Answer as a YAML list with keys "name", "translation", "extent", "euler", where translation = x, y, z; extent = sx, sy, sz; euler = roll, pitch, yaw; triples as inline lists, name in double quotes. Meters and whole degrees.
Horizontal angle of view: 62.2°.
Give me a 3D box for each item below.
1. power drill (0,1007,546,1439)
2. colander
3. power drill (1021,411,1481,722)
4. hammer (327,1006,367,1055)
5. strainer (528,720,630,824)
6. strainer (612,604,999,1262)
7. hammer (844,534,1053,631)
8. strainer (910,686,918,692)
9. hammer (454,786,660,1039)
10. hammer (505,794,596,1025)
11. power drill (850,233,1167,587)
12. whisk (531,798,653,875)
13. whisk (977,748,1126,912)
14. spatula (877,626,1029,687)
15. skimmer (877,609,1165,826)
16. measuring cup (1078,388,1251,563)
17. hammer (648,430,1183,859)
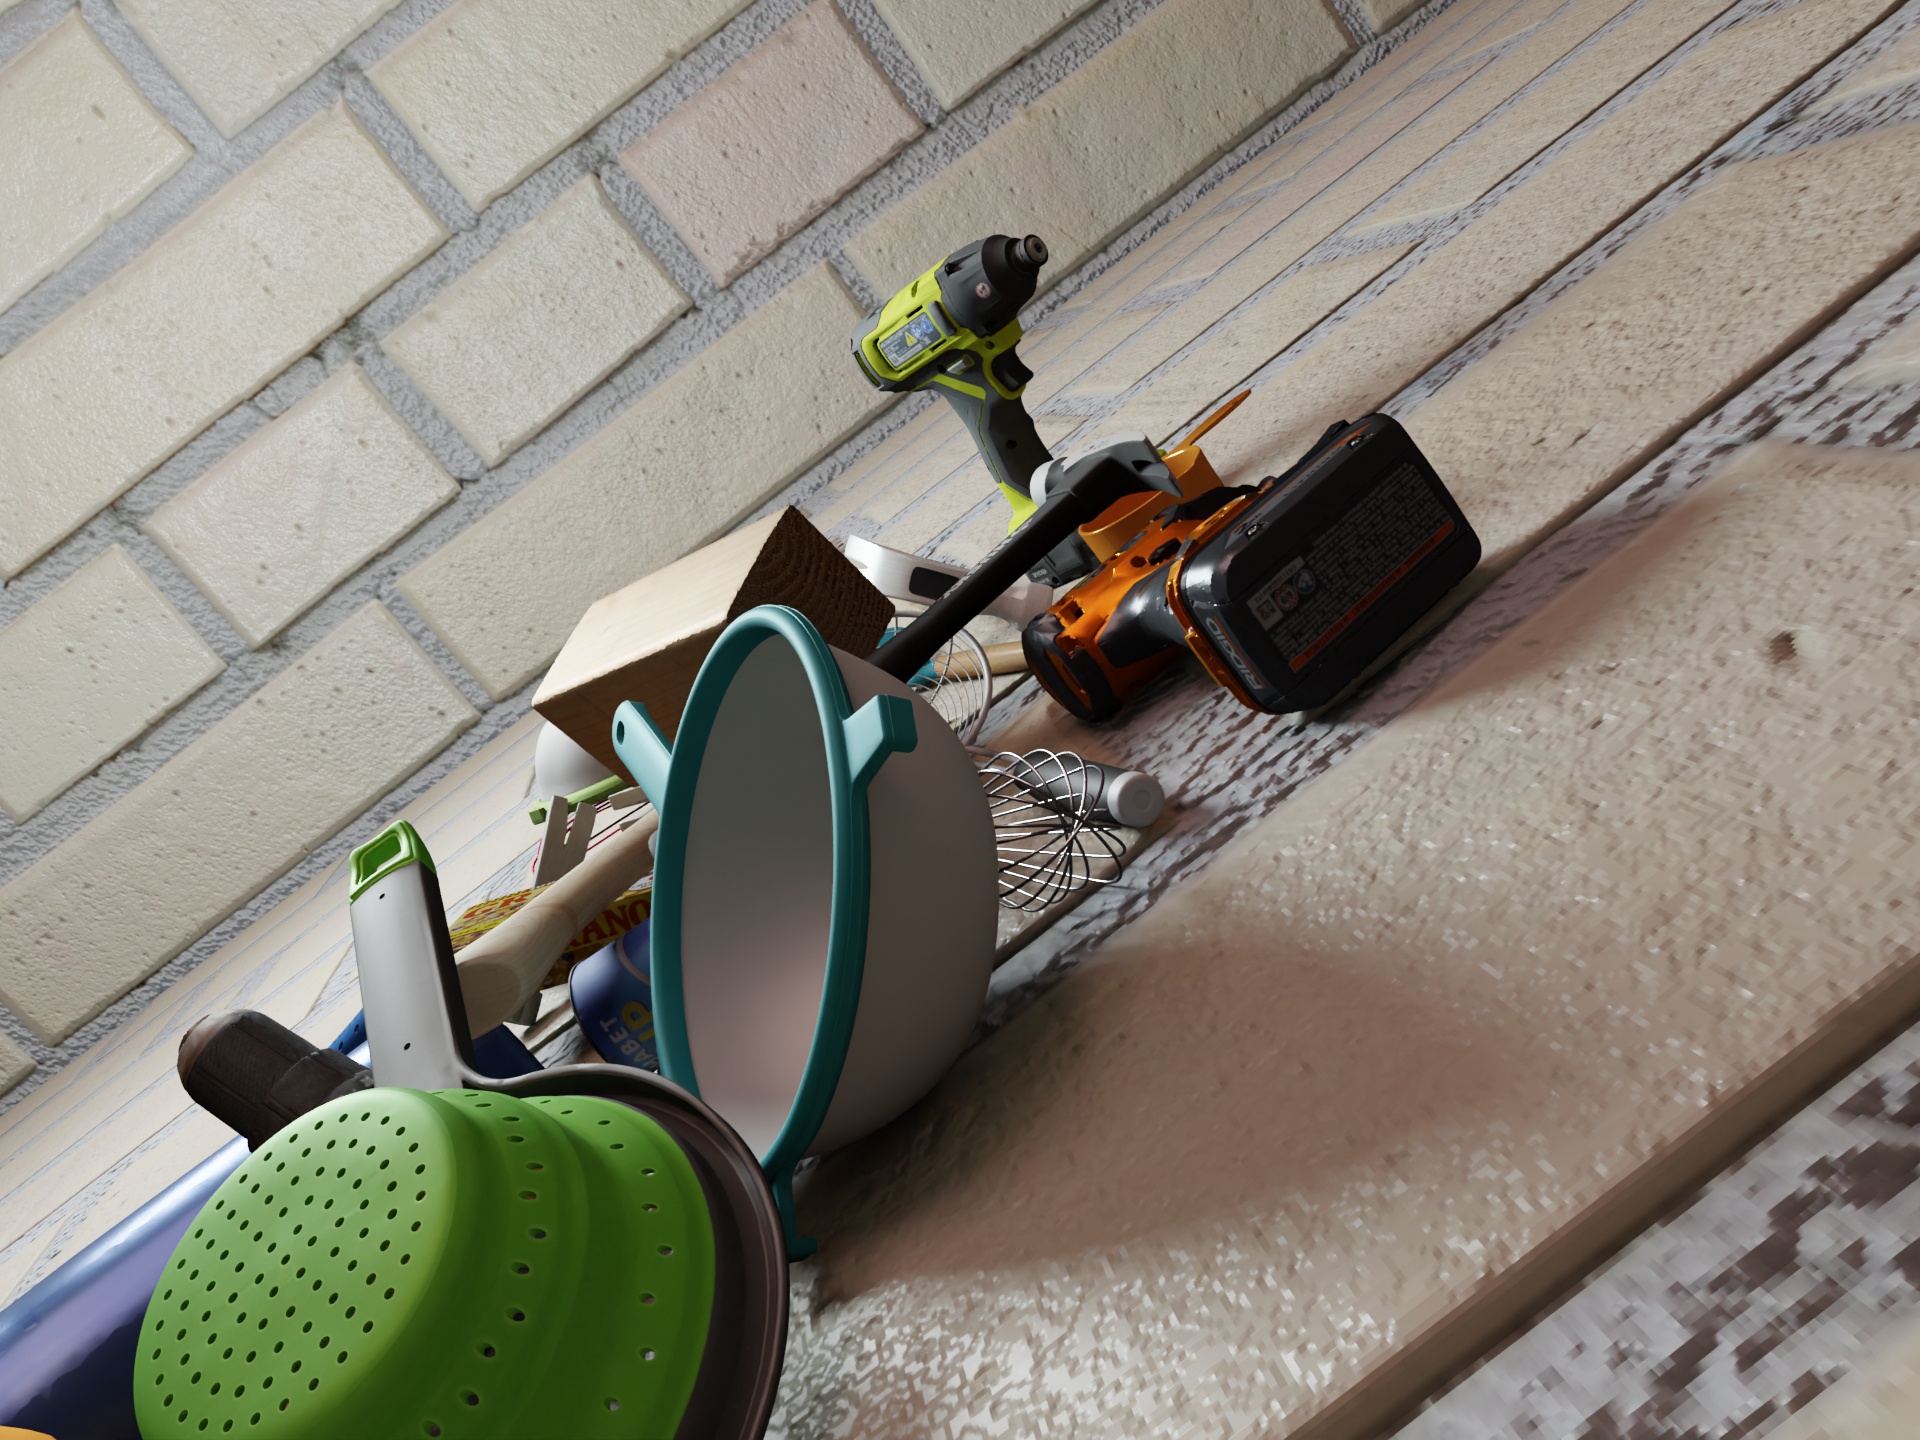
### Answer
- name: "power drill"
  translation: [-0.268, 0.221, 0.577]
  extent: [0.226, 0.185, 0.084]
  euler: [-52, -13, -38]
- name: "colander"
  translation: [-0.190, 0.132, 0.515]
  extent: [0.204, 0.094, 0.398]
  euler: [-35, 40, -1]
- name: "power drill"
  translation: [0.132, -0.071, 0.731]
  extent: [0.164, 0.084, 0.226]
  euler: [-40, 11, -14]
- name: "hammer"
  translation: [-0.483, 0.320, 0.967]
  extent: [0.405, 0.035, 0.144]
  euler: [-49, 16, -15]
- name: "strainer"
  translation: [-0.268, 0.004, 1.217]
  extent: [0.151, 0.069, 0.256]
  euler: [-27, 12, -10]
- name: "strainer"
  translation: [-0.068, 0.050, 0.650]
  extent: [0.341, 0.095, 0.211]
  euler: [-146, 64, -62]
- name: "hammer"
  translation: [-0.007, -0.090, 1.071]
  extent: [0.331, 0.128, 0.033]
  euler: [-76, 0, -85]
- name: "strainer"
  translation: [-0.136, 0.034, 1.119]
  extent: [0.258, 0.050, 0.087]
  euler: [-28, 14, 21]
- name: "hammer"
  translation: [-0.187, 0.079, 0.838]
  extent: [0.146, 0.038, 0.411]
  euler: [-19, 8, 13]
- name: "hammer"
  translation: [-0.351, 0.153, 1.172]
  extent: [0.359, 0.036, 0.149]
  euler: [-21, 53, 59]
- name: "power drill"
  translation: [0.045, -0.209, 1.069]
  extent: [0.171, 0.223, 0.080]
  euler: [-20, 22, 49]
- name: "whisk"
  translation: [-0.198, 0.040, 1.217]
  extent: [0.296, 0.073, 0.073]
  euler: [-35, 13, -18]
- name: "whisk"
  translation: [-0.008, 0.053, 0.720]
  extent: [0.070, 0.070, 0.284]
  euler: [-43, 10, -21]
- name: "spatula"
  translation: [-0.003, -0.047, 1.042]
  extent: [0.082, 0.044, 0.317]
  euler: [-15, 5, -28]
- name: "skimmer"
  translation: [-0.001, -0.003, 0.805]
  extent: [0.127, 0.090, 0.363]
  euler: [-38, 14, -12]
- name: "measuring cup"
  translation: [0.145, -0.143, 0.978]
  extent: [0.174, 0.052, 0.095]
  euler: [-45, 16, -33]
- name: "hammer"
  translation: [-0.023, -0.036, 0.801]
  extent: [0.335, 0.035, 0.146]
  euler: [-43, 15, -18]
